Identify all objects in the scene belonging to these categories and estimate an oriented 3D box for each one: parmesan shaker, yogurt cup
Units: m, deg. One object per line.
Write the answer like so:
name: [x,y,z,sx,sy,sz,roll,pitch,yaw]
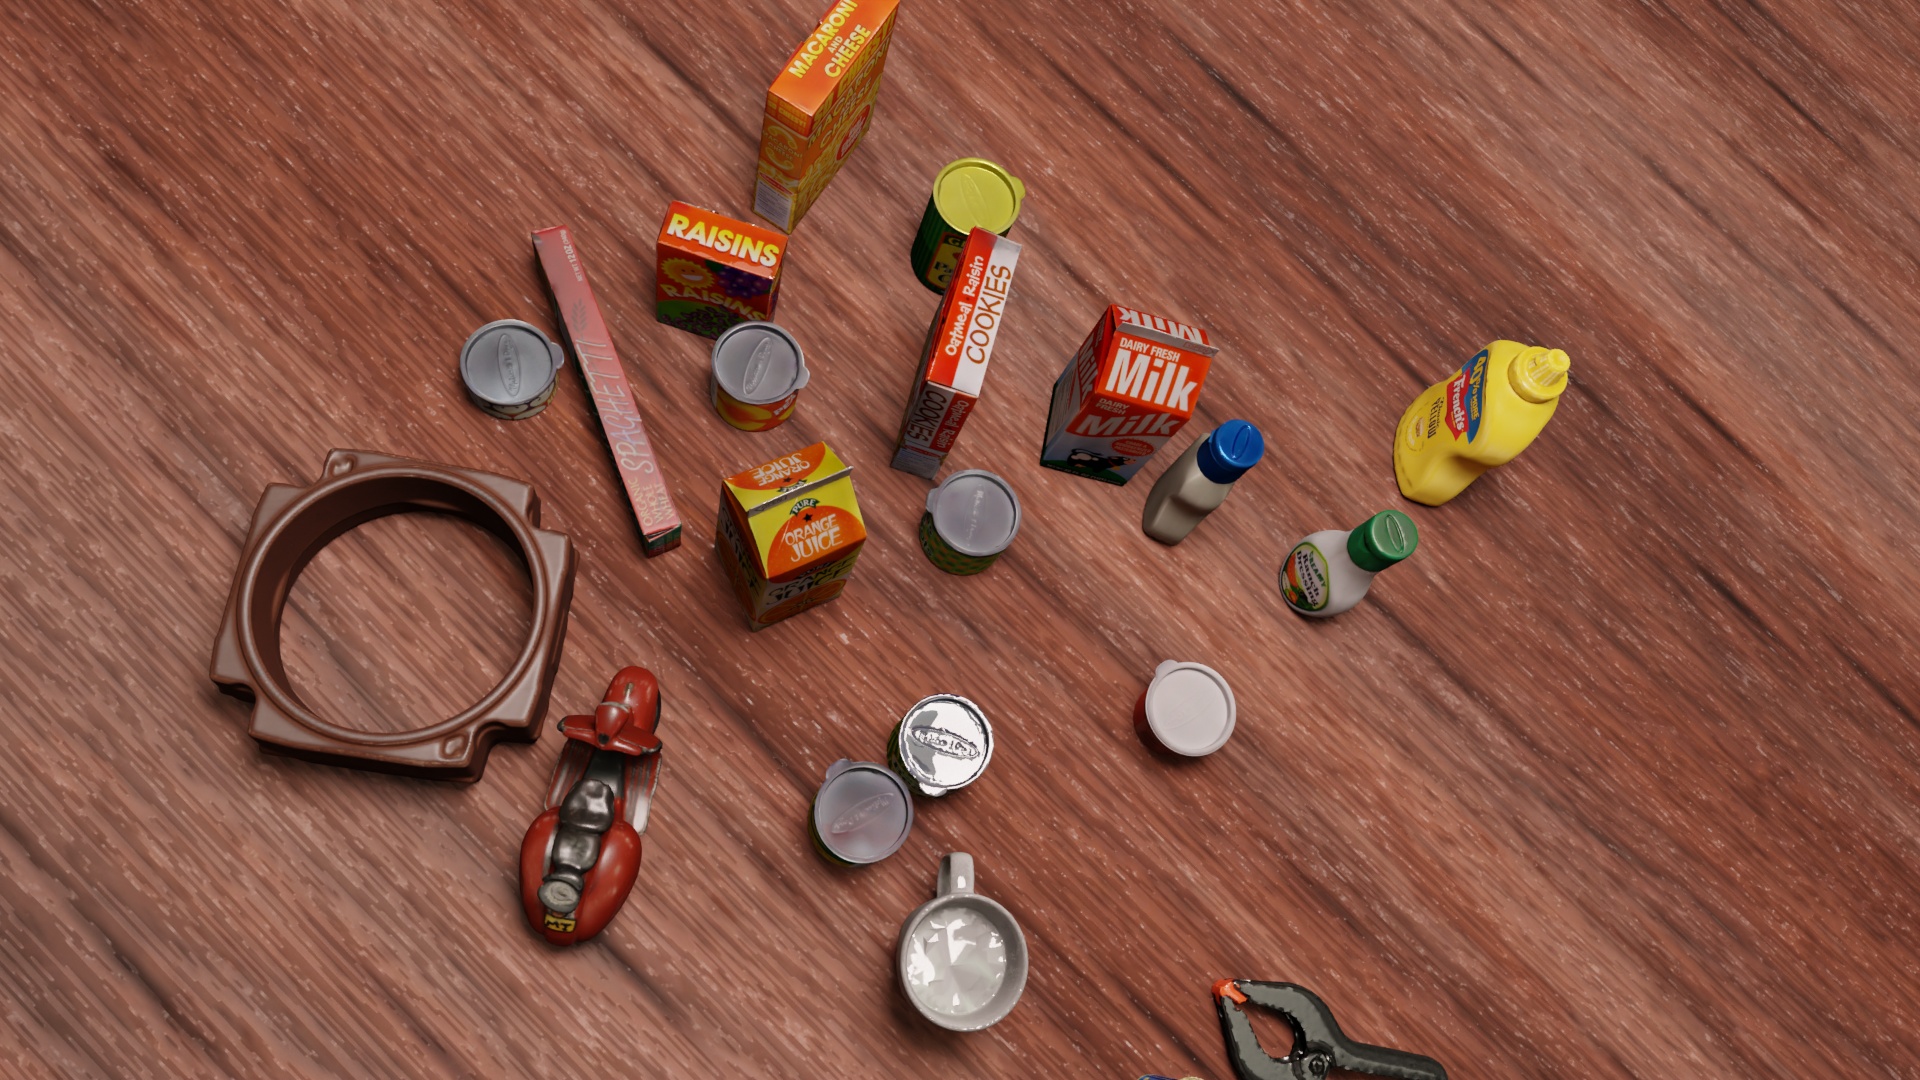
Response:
parmesan shaker: [0.005,-0.240,1.073,0.071,0.102,0.071,4,72,-11]
yogurt cup: [0.160,0.127,1.015,0.072,0.053,0.072,4,72,-11]

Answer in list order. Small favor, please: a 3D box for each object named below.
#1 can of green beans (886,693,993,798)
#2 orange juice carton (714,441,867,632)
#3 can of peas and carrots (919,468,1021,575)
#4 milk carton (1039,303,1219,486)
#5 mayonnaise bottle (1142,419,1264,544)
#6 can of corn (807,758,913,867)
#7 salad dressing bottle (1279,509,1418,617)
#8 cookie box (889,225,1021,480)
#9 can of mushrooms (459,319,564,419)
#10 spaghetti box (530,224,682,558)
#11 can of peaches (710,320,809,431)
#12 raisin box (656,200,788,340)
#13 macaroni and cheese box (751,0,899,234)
can of green beans: [-0.015,0.144,0.970,0.071,0.057,0.071,4,72,-11]
orange juice carton: [-0.114,-0.005,0.924,0.072,0.192,0.073,-23,79,-18]
can of peas and carrots: [0.004,-0.013,1.024,0.071,0.058,0.071,4,72,-11]
milk carton: [0.120,-0.109,1.009,0.072,0.190,0.073,14,71,-8]
mayonnaise bottle: [0.178,-0.046,1.024,0.041,0.147,0.065,25,70,-4]
can of corn: [-0.071,0.185,0.945,0.071,0.058,0.071,4,72,-11]
salad dressing bottle: [0.286,0.016,1.028,0.044,0.147,0.064,-10,75,-15]
cookie box: [-0.007,-0.130,1.001,0.040,0.167,0.123,17,70,-6]
can of mushrooms: [-0.322,-0.123,1.003,0.071,0.033,0.071,4,72,-11]
spaghetti box: [-0.256,-0.108,1.003,0.029,0.050,0.250,-20,78,-17]
can of peaches: [-0.149,-0.119,1.026,0.071,0.058,0.071,4,72,-11]
raisin box: [-0.174,-0.189,1.007,0.086,0.123,0.040,18,70,-6]
macaroni and cheese box: [-0.105,-0.322,1.042,0.040,0.166,0.124,32,69,-1]
